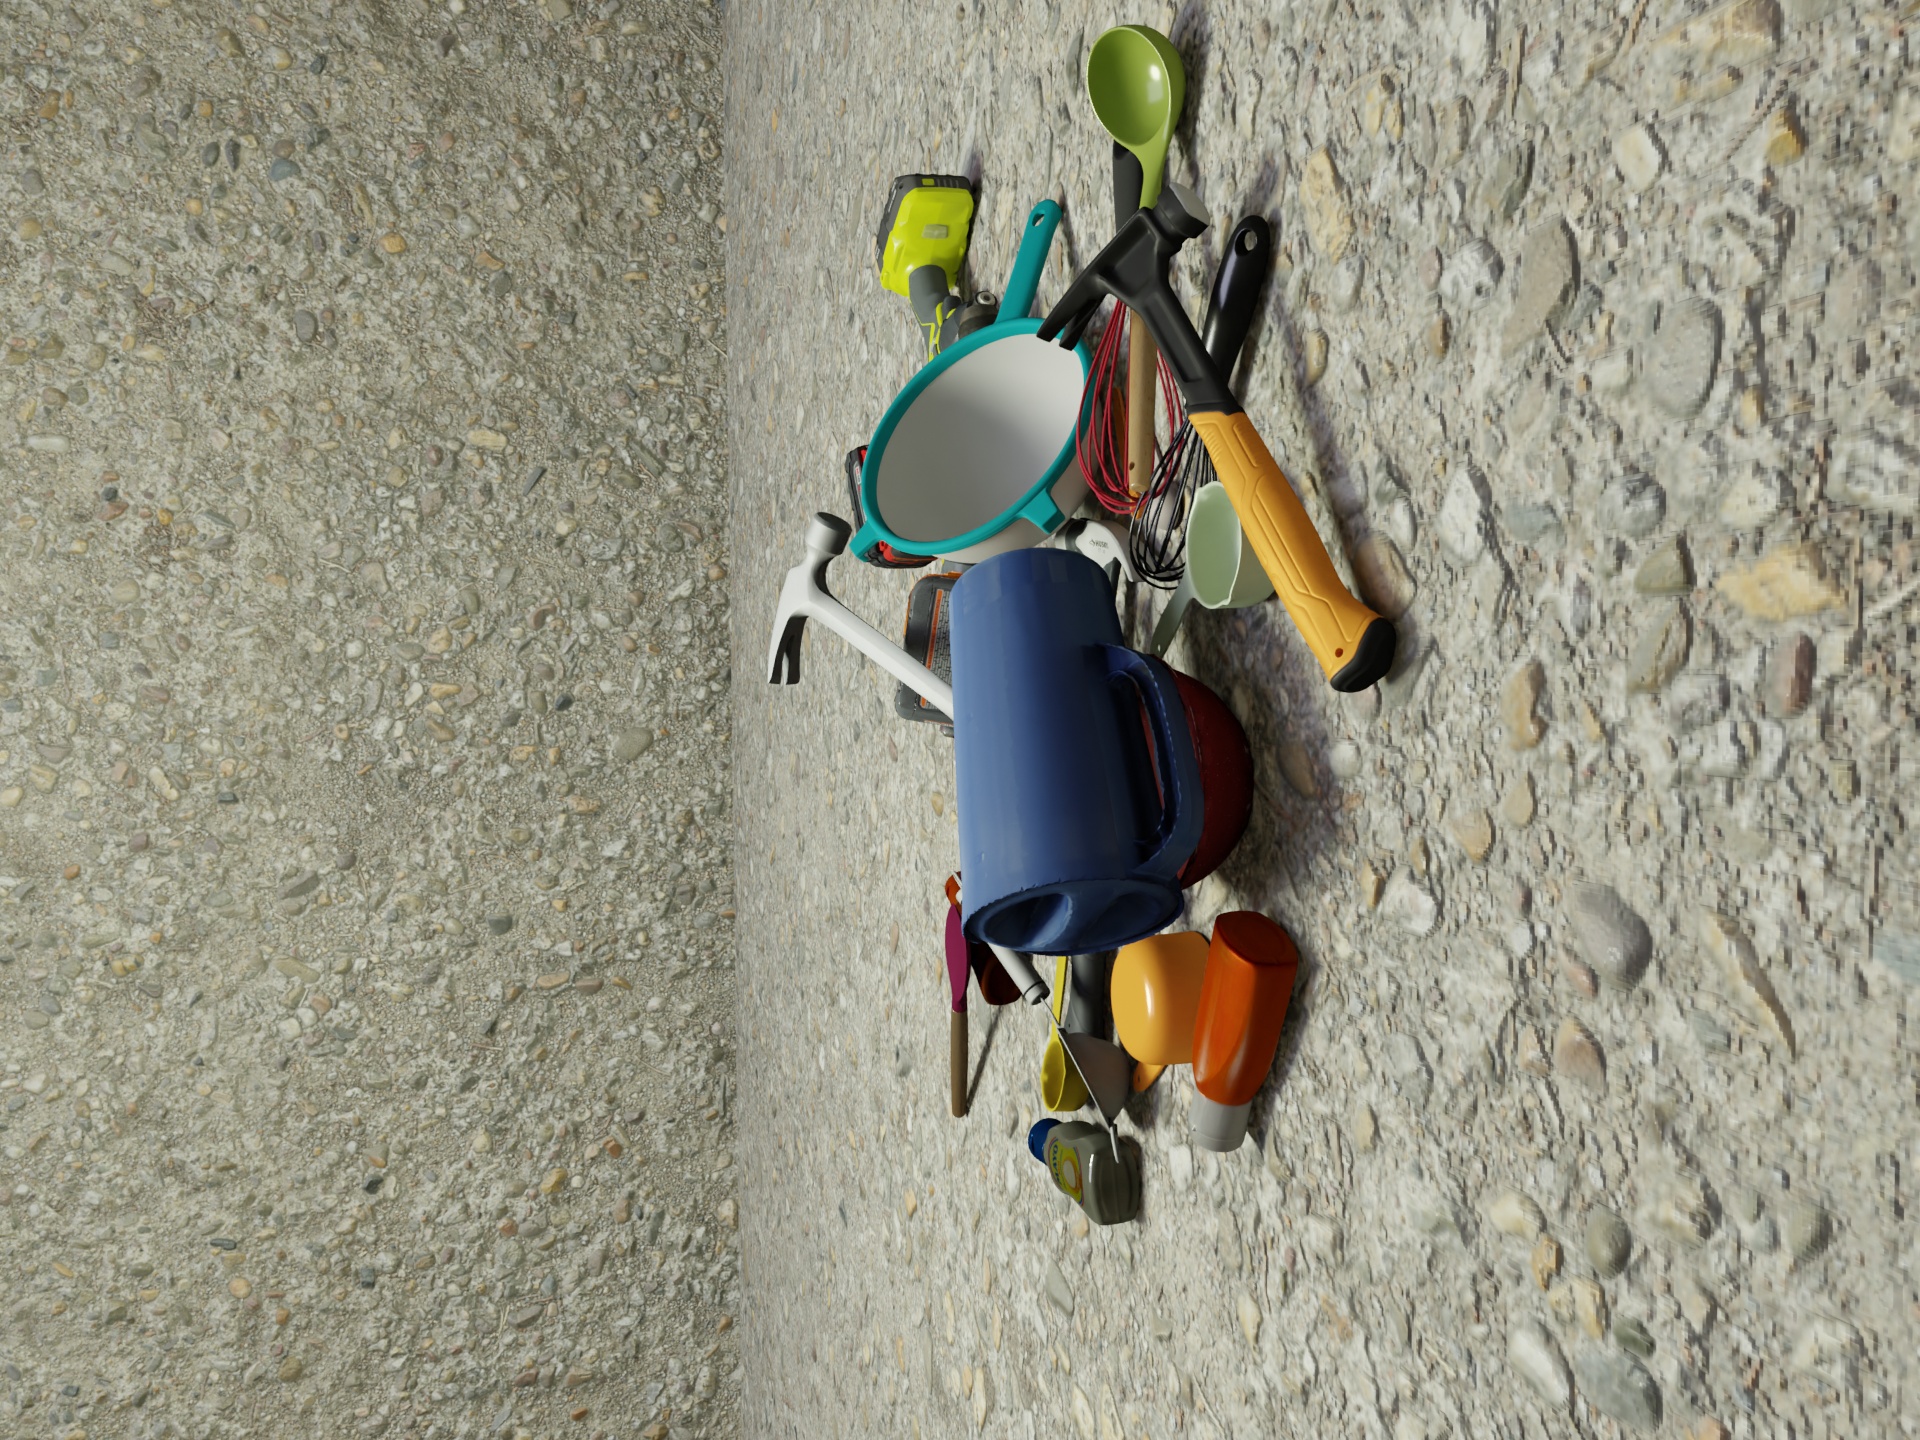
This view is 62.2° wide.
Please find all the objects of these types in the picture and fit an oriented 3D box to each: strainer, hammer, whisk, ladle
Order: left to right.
[{"bbox_3d":[-0.002,-0.004,1.191,0.406,0.035,0.144,37,113,32],"label":"hammer"},{"bbox_3d":[0.049,-0.253,1.247,0.211,0.095,0.341,-4,59,38],"label":"strainer"},{"bbox_3d":[0.064,0.210,1.197,0.259,0.050,0.086,53,175,27],"label":"strainer"},{"bbox_3d":[0.104,0.057,1.189,0.149,0.036,0.409,-147,57,-69],"label":"hammer"},{"bbox_3d":[0.110,-0.302,1.030,0.078,0.062,0.320,-22,61,60],"label":"ladle"},{"bbox_3d":[0.118,-0.282,1.083,0.073,0.073,0.296,147,127,-71],"label":"whisk"},{"bbox_3d":[0.153,-0.193,0.991,0.055,0.055,0.238,-119,36,-58],"label":"whisk"},{"bbox_3d":[0.149,-0.152,0.907,0.127,0.034,0.337,-42,55,32],"label":"hammer"}]

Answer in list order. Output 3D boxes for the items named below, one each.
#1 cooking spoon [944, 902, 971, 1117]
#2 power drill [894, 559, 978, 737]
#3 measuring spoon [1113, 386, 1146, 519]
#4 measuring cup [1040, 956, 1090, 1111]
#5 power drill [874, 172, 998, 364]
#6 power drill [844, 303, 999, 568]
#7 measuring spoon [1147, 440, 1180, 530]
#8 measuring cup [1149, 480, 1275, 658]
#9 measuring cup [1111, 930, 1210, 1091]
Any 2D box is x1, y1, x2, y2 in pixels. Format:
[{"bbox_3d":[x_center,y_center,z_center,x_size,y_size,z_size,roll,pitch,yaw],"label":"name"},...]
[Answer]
[{"bbox_3d":[-0.001,0.282,1.489,0.318,0.017,0.069,91,165,-45],"label":"cooking spoon"},{"bbox_3d":[-0.003,-0.053,1.357,0.226,0.084,0.164,-64,-17,-81],"label":"power drill"},{"bbox_3d":[0.124,-0.195,1.153,0.021,0.011,0.117,105,161,-60],"label":"measuring spoon"},{"bbox_3d":[0.090,0.236,1.279,0.062,0.029,0.157,133,146,-67],"label":"measuring cup"},{"bbox_3d":[-0.014,-0.399,1.495,0.171,0.080,0.223,116,145,-57],"label":"power drill"},{"bbox_3d":[-0.012,-0.242,1.403,0.227,0.080,0.188,-22,76,54],"label":"power drill"},{"bbox_3d":[0.129,-0.182,1.114,0.034,0.018,0.124,108,156,-48],"label":"measuring spoon"},{"bbox_3d":[0.158,-0.082,0.993,0.167,0.038,0.083,112,152,-57],"label":"measuring cup"},{"bbox_3d":[0.125,0.212,1.089,0.173,0.052,0.095,109,154,-48],"label":"measuring cup"}]
